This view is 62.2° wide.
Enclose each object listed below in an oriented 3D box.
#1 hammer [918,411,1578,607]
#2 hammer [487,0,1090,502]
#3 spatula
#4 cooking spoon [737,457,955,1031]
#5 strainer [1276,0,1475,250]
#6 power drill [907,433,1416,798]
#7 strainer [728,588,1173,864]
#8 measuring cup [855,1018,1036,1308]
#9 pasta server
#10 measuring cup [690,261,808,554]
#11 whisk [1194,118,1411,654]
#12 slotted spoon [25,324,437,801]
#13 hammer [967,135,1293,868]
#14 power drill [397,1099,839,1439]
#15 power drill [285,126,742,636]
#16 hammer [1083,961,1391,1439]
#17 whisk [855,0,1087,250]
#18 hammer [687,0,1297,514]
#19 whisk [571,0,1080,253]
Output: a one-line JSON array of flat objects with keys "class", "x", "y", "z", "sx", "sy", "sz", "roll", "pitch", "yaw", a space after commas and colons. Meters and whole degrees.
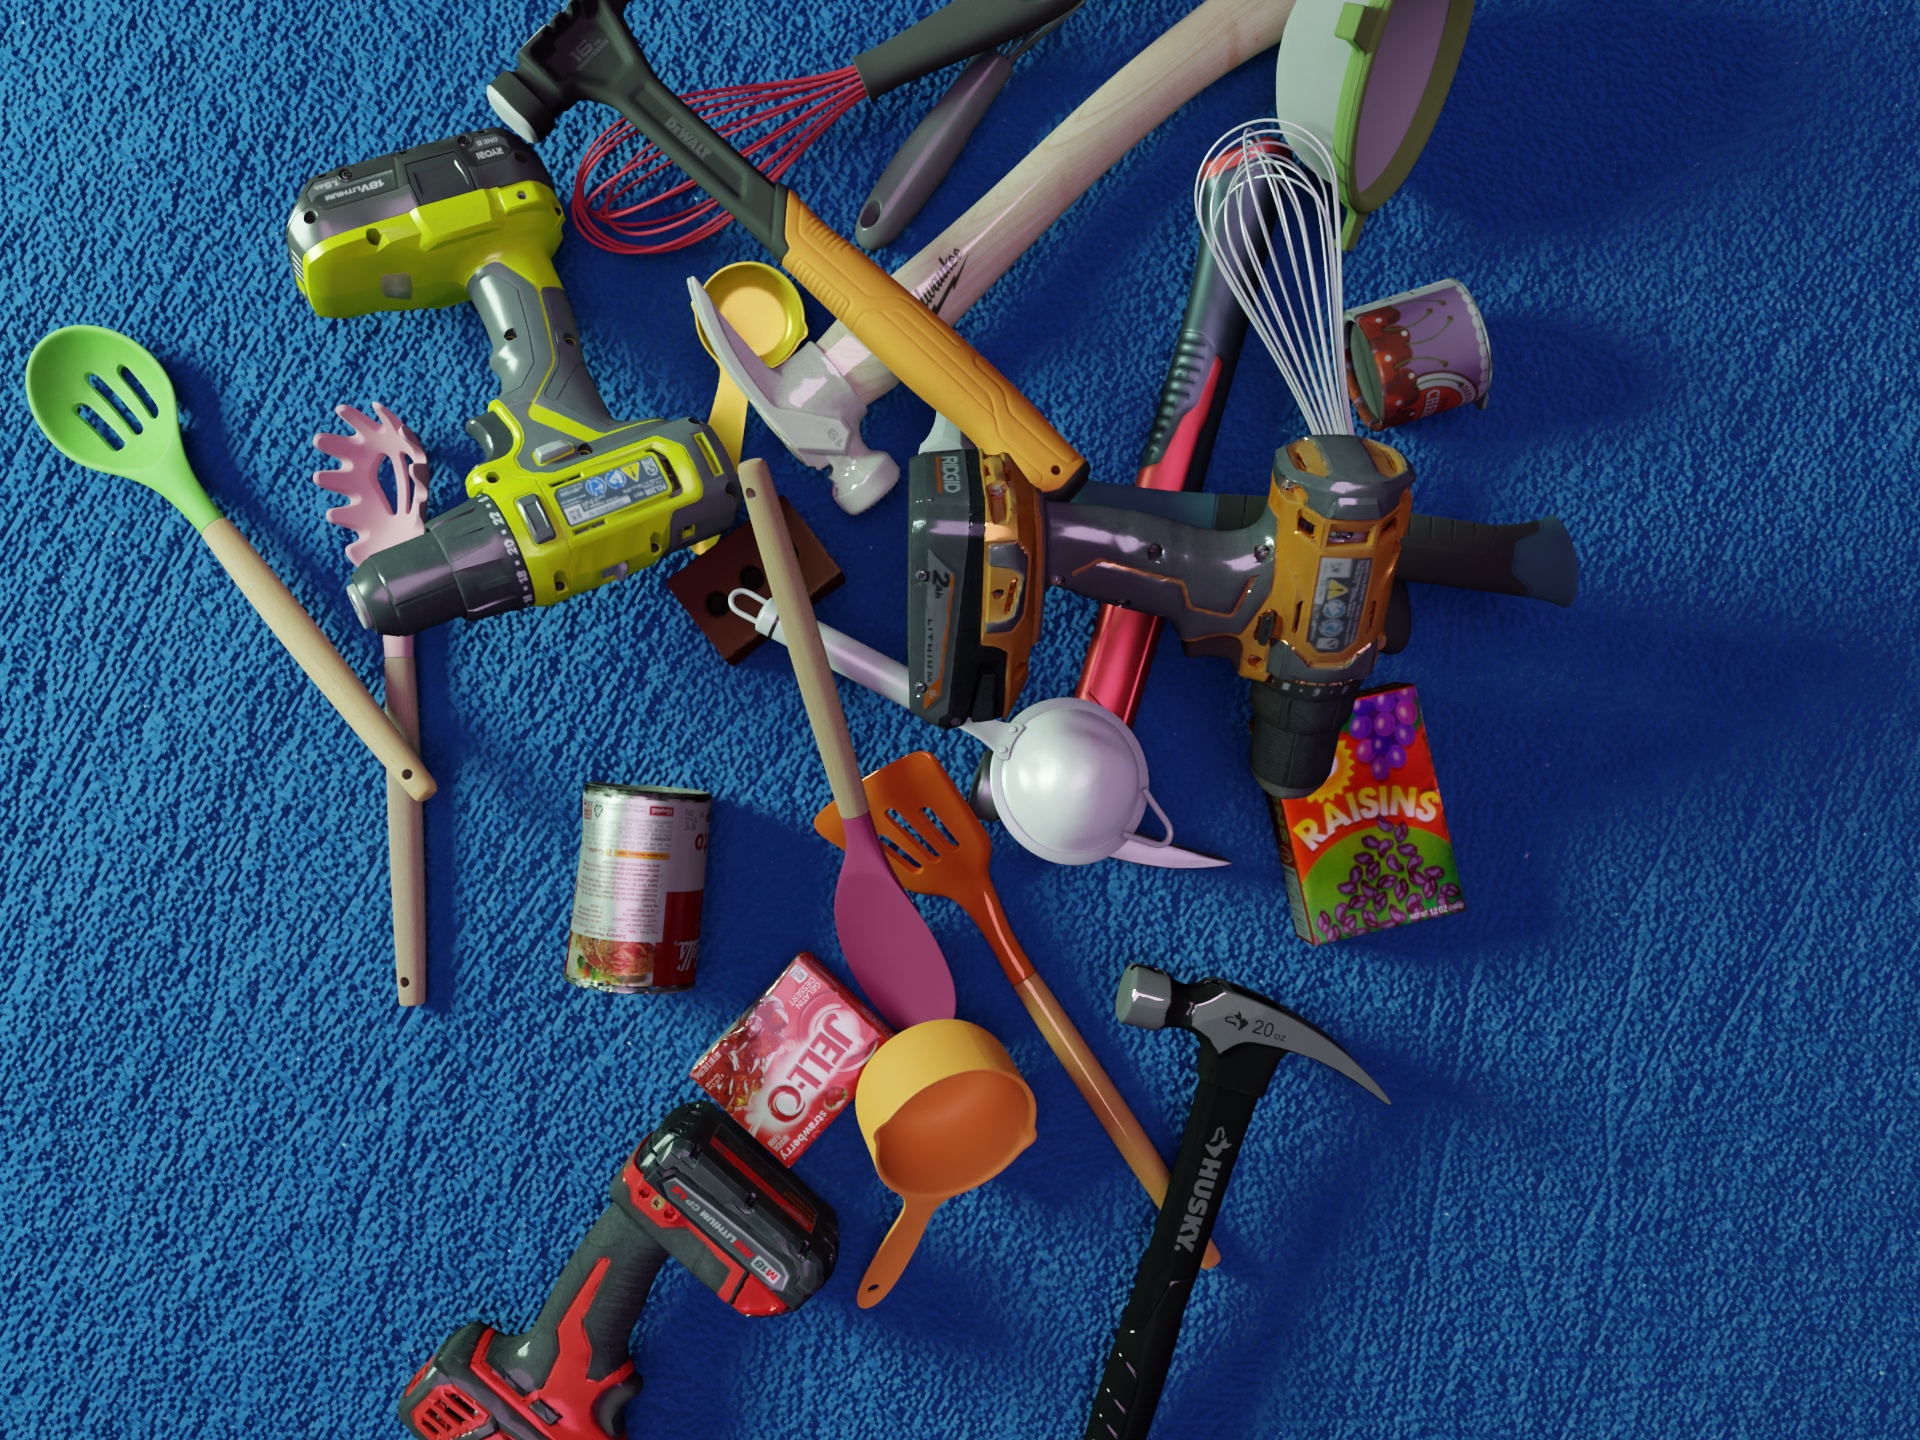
[{"class": "hammer", "x": 0.141, "y": -0.099, "z": 0.797, "sx": 0.331, "sy": 0.033, "sz": 0.128, "roll": 8, "pitch": 93, "yaw": 4}, {"class": "hammer", "x": -0.063, "y": -0.229, "z": 0.768, "sx": 0.337, "sy": 0.034, "sz": 0.127, "roll": 43, "pitch": 84, "yaw": -1}, {"class": "spatula", "x": 0.044, "y": 0.160, "z": 0.842, "sx": 0.081, "sy": 0.041, "sz": 0.322, "roll": -33, "pitch": 92, "yaw": 23}, {"class": "cooking spoon", "x": -0.059, "y": 0.023, "z": 0.796, "sx": 0.069, "sy": 0.017, "sz": 0.318, "roll": 0, "pitch": 115, "yaw": 36}, {"class": "strainer", "x": 0.228, "y": -0.383, "z": 0.823, "sx": 0.069, "sy": 0.151, "sz": 0.256, "roll": 24, "pitch": 70, "yaw": 22}, {"class": "power drill", "x": 0.088, "y": -0.042, "z": 0.750, "sx": 0.226, "sy": 0.084, "sz": 0.185, "roll": 0, "pitch": 125, "yaw": -3}, {"class": "strainer", "x": -0.001, "y": -0.003, "z": 0.798, "sx": 0.258, "sy": 0.050, "sz": 0.087, "roll": 27, "pitch": 72, "yaw": -2}, {"class": "measuring cup", "x": -0.026, "y": 0.232, "z": 0.838, "sx": 0.095, "sy": 0.052, "sz": 0.173, "roll": 10, "pitch": 117, "yaw": -29}, {"class": "pasta server", "x": -0.300, "y": -0.006, "z": 0.838, "sx": 0.060, "sy": 0.040, "sz": 0.316, "roll": -1, "pitch": 91, "yaw": 16}, {"class": "measuring cup", "x": -0.123, "y": -0.166, "z": 0.852, "sx": 0.062, "sy": 0.029, "sz": 0.156, "roll": 13, "pitch": 102, "yaw": -8}, {"class": "whisk", "x": 0.188, "y": -0.164, "z": 0.815, "sx": 0.070, "sy": 0.070, "sz": 0.284, "roll": -21, "pitch": 107, "yaw": -1}, {"class": "slotted spoon", "x": -0.374, "y": -0.080, "z": 0.828, "sx": 0.070, "sy": 0.031, "sz": 0.314, "roll": -41, "pitch": 85, "yaw": 0}, {"class": "hammer", "x": 0.124, "y": -0.115, "z": 0.845, "sx": 0.143, "sy": 0.038, "sz": 0.386, "roll": 16, "pitch": 90, "yaw": -2}, {"class": "power drill", "x": -0.170, "y": 0.320, "z": 0.823, "sx": 0.143, "sy": 0.078, "sz": 0.219, "roll": 42, "pitch": 92, "yaw": -1}, {"class": "power drill", "x": -0.240, "y": -0.161, "z": 0.789, "sx": 0.190, "sy": 0.080, "sz": 0.228, "roll": -25, "pitch": 84, "yaw": -22}, {"class": "hammer", "x": 0.110, "y": 0.301, "z": 0.830, "sx": 0.146, "sy": 0.035, "sz": 0.335, "roll": 16, "pitch": 96, "yaw": -5}, {"class": "whisk", "x": 0.016, "y": -0.351, "z": 0.842, "sx": 0.055, "sy": 0.055, "sz": 0.239, "roll": 36, "pitch": 94, "yaw": -1}, {"class": "hammer", "x": 0.048, "y": -0.296, "z": 0.829, "sx": 0.410, "sy": 0.038, "sz": 0.146, "roll": -42, "pitch": 111, "yaw": -3}, {"class": "whisk", "x": -0.068, "y": -0.320, "z": 0.815, "sx": 0.296, "sy": 0.073, "sz": 0.073, "roll": -24, "pitch": 90, "yaw": 7}]
